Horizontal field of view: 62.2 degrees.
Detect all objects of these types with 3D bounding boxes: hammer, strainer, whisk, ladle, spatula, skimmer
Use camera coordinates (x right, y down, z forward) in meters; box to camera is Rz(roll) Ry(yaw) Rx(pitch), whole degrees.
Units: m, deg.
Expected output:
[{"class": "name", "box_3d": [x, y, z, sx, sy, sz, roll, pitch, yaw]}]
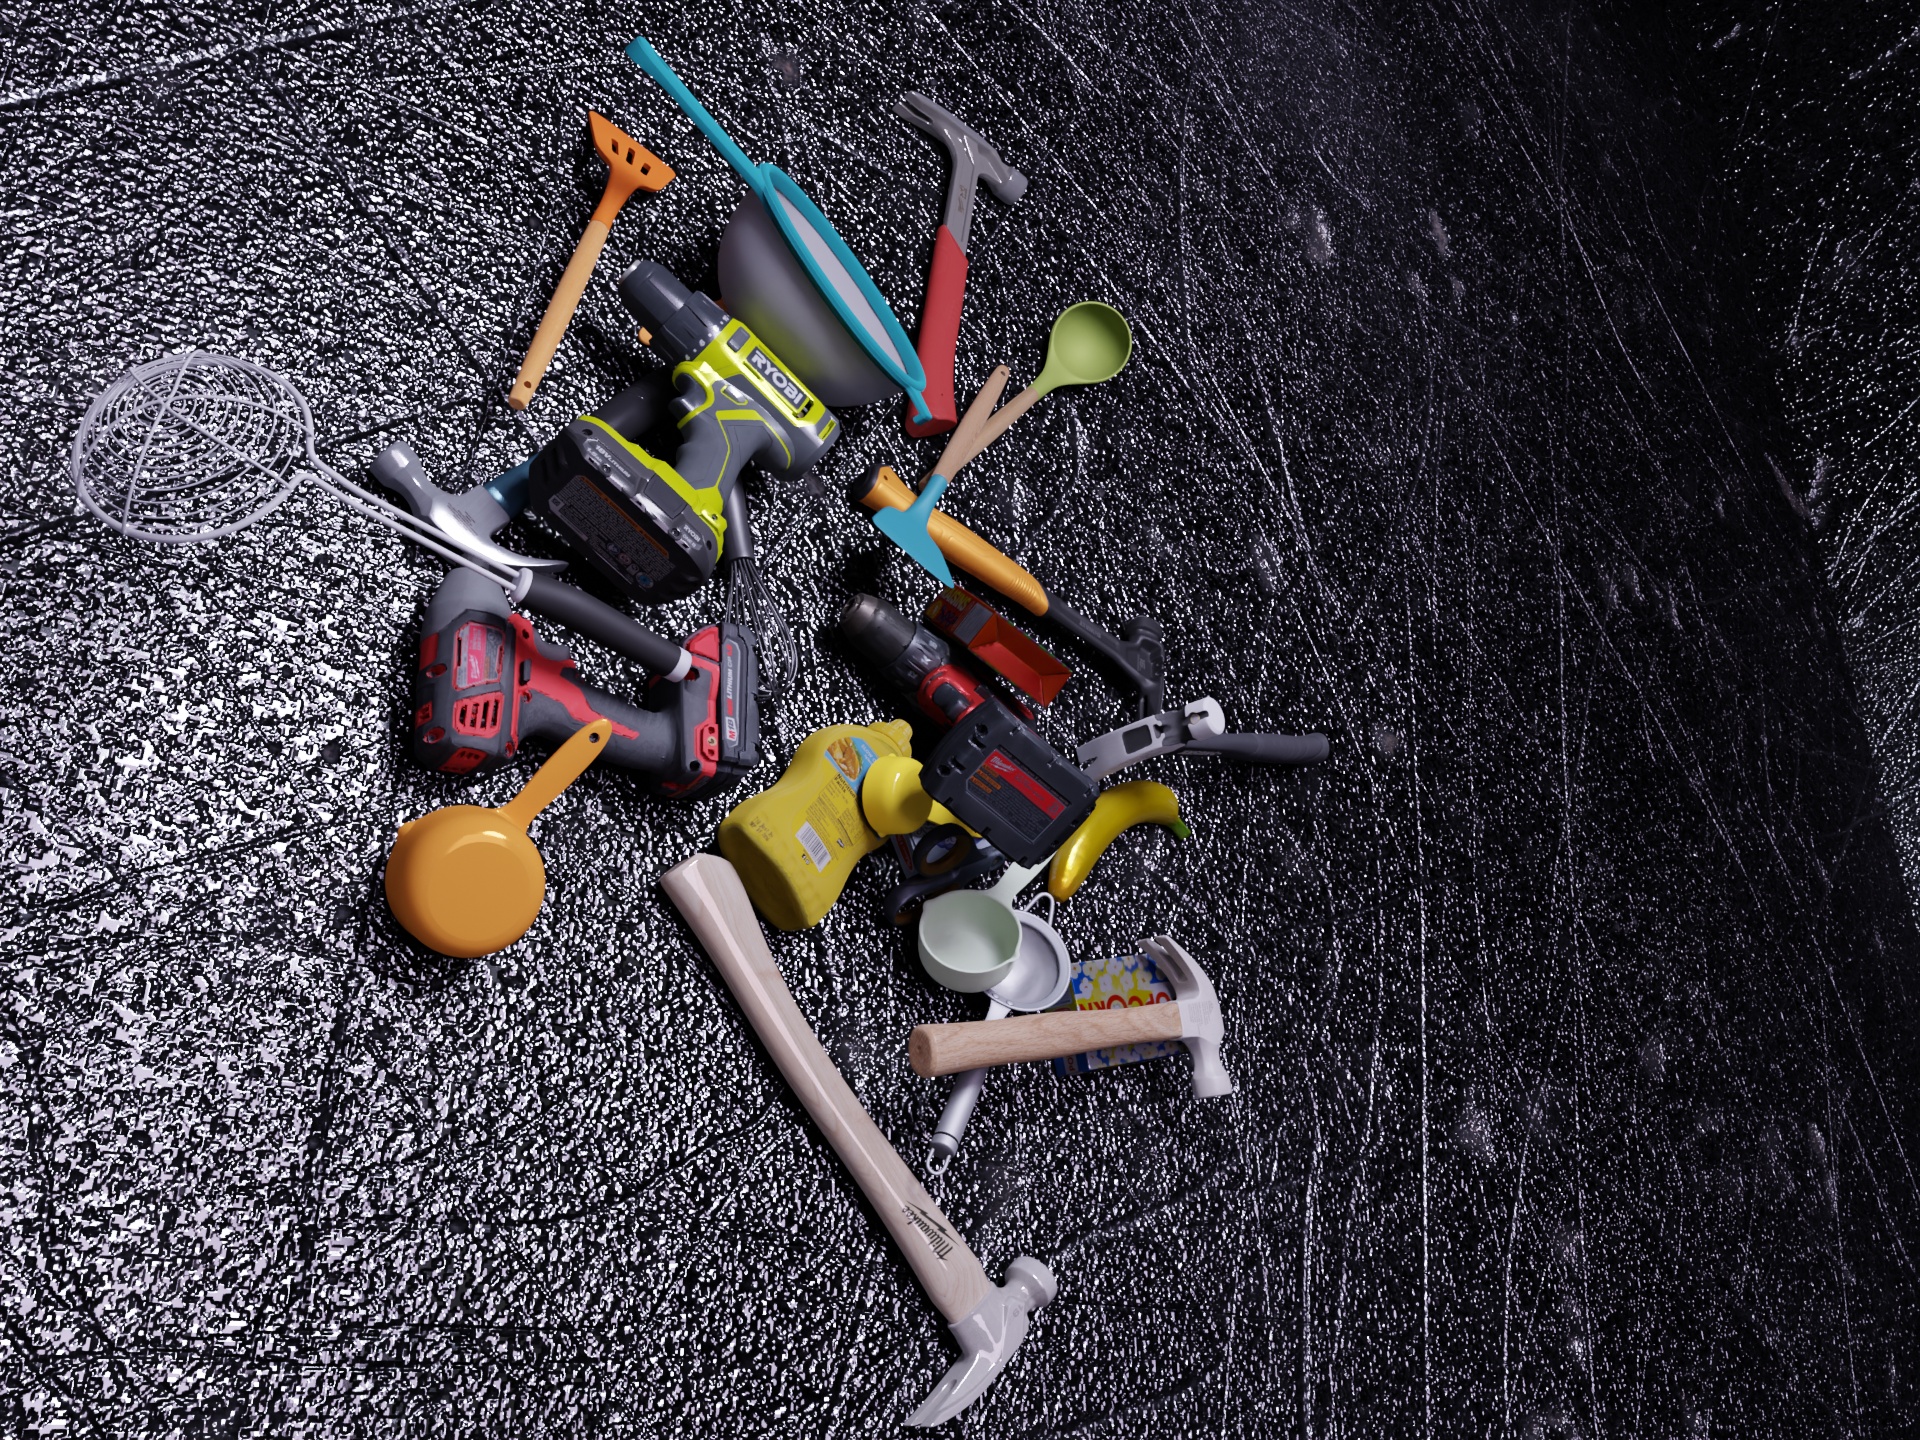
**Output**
[{"class": "hammer", "box_3d": [-0.087, 0.275, 1.080, 0.146, 0.038, 0.410, -37, 97, -43]}, {"class": "hammer", "box_3d": [-0.260, -0.207, 1.145, 0.128, 0.033, 0.331, 51, 47, -10]}, {"class": "strainer", "box_3d": [-0.159, -0.357, 1.212, 0.340, 0.095, 0.211, 44, 19, -39]}, {"class": "strainer", "box_3d": [0.020, 0.229, 1.169, 0.087, 0.050, 0.259, 28, 43, 0]}, {"class": "whisk", "box_3d": [-0.162, -0.117, 1.185, 0.055, 0.055, 0.239, 3, 65, -41]}, {"class": "ladle", "box_3d": [0.059, -0.292, 1.448, 0.078, 0.062, 0.320, 47, 50, -5]}, {"class": "hammer", "box_3d": [-0.018, -0.410, 1.445, 0.149, 0.036, 0.359, 27, 55, -30]}, {"class": "spatula", "box_3d": [-0.279, -0.343, 1.176, 0.081, 0.041, 0.323, 32, 52, -27]}, {"class": "spatula", "box_3d": [-0.002, -0.217, 1.323, 0.082, 0.044, 0.318, 39, 44, -15]}, {"class": "hammer", "box_3d": [0.088, 0.229, 1.182, 0.331, 0.031, 0.130, 5, 70, -45]}, {"class": "hammer", "box_3d": [0.047, -0.112, 1.363, 0.336, 0.034, 0.127, 32, 43, -25]}, {"class": "hammer", "box_3d": [0.241, 0.025, 1.439, 0.334, 0.146, 0.035, 4, 69, -52]}, {"class": "skimmer", "box_3d": [-0.332, -0.101, 0.957, 0.363, 0.090, 0.127, 29, 55, -34]}]

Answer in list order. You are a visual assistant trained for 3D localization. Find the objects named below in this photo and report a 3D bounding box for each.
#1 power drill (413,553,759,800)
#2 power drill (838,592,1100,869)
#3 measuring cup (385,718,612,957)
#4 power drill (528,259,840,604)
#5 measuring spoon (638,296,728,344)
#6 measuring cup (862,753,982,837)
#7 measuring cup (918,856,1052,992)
[{"class": "power drill", "box_3d": [-0.247, -0.026, 1.049, 0.219, 0.078, 0.143, 11, 64, -35]}, {"class": "power drill", "box_3d": [-0.002, -0.004, 1.182, 0.187, 0.080, 0.227, 40, 9, -24]}, {"class": "measuring cup", "box_3d": [-0.265, 0.066, 0.955, 0.173, 0.052, 0.095, -49, 116, -14]}, {"class": "power drill", "box_3d": [-0.202, -0.209, 1.121, 0.190, 0.080, 0.229, 44, 45, -17]}, {"class": "measuring spoon", "box_3d": [-0.210, -0.318, 1.253, 0.117, 0.011, 0.021, -38, 98, -44]}, {"class": "measuring cup", "box_3d": [-0.013, 0.066, 1.182, 0.156, 0.029, 0.062, 22, 72, -49]}, {"class": "measuring cup", "box_3d": [0.030, 0.142, 1.207, 0.083, 0.038, 0.168, 28, 46, 19]}]
